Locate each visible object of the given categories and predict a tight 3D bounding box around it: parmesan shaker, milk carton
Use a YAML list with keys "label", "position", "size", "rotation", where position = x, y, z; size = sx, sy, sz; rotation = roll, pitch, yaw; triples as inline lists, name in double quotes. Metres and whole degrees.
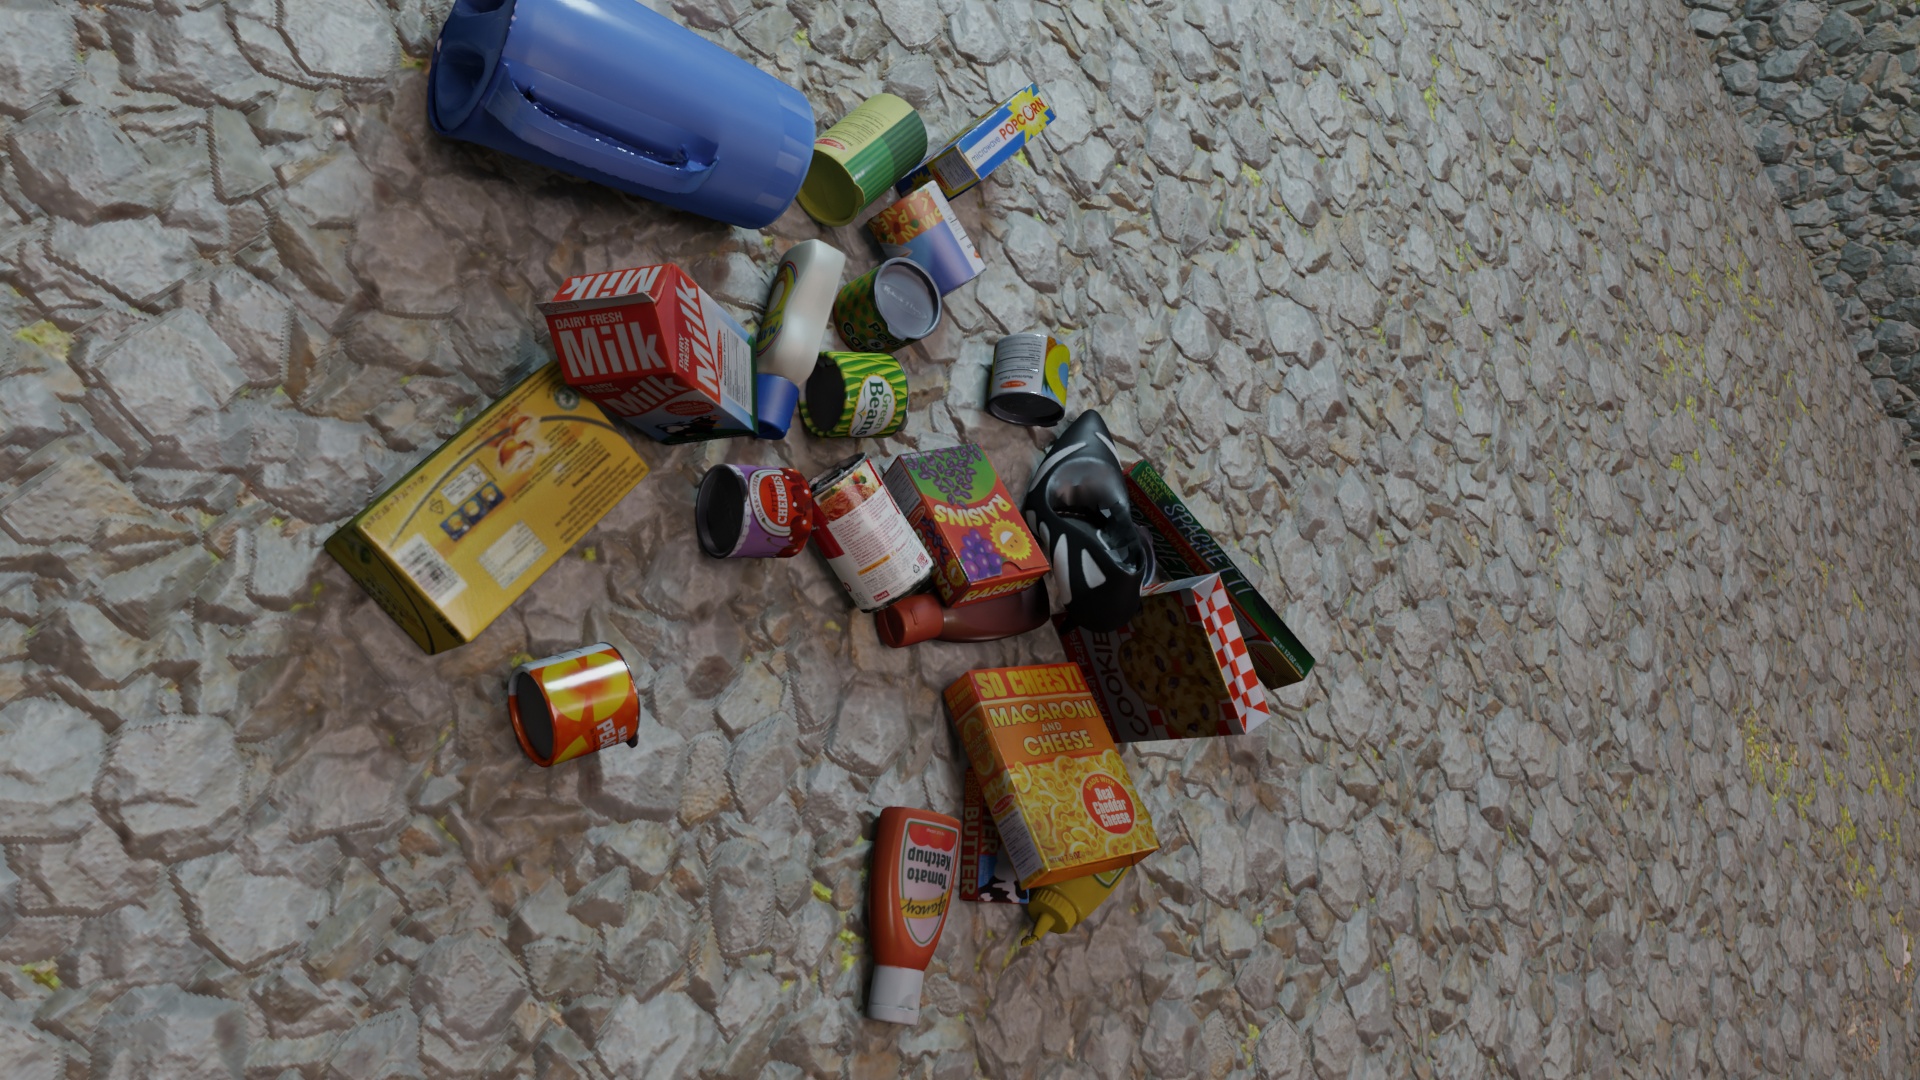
- label: "parmesan shaker"
  position: [-0.077, -0.302, 1.104]
  size: [0.071, 0.071, 0.103]
  rotation: [53, 51, -17]
- label: "milk carton"
  position: [-0.195, -0.122, 0.892]
  size: [0.190, 0.072, 0.073]
  rotation: [44, 42, -75]

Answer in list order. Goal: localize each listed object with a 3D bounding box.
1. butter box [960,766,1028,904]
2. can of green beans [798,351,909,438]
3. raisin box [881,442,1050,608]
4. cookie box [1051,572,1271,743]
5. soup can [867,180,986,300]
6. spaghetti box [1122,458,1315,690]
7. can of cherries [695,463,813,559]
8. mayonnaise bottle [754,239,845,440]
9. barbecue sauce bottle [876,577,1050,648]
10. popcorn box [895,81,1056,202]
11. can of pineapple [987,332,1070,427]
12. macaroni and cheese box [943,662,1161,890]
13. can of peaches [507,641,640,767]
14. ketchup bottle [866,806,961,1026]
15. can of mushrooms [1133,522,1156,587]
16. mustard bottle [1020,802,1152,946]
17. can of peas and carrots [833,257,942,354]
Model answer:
- label: "butter box"
  position: [0.028, 0.230, 1.086]
  size: [0.053, 0.024, 0.104]
  rotation: [14, 70, -37]
- label: "can of green beans"
  position: [-0.082, -0.110, 1.053]
  size: [0.058, 0.071, 0.071]
  rotation: [-4, 82, -40]
- label: "raisin box"
  position: [0.004, -0.014, 1.088]
  size: [0.086, 0.040, 0.123]
  rotation: [-10, 63, -40]
- label: "cookie box"
  position: [0.161, 0.100, 1.135]
  size: [0.040, 0.167, 0.123]
  rotation: [-24, 95, -38]
- label: "soup can"
  position: [-0.030, -0.239, 1.132]
  size: [0.072, 0.071, 0.083]
  rotation: [-41, 105, -38]
- label: "spaghetti box"
  position: [0.222, 0.032, 1.253]
  size: [0.250, 0.050, 0.029]
  rotation: [49, 56, -7]
- label: "can of cherries"
  position: [-0.143, -0.021, 0.976]
  size: [0.058, 0.071, 0.071]
  rotation: [1, 78, -40]
- label: "mayonnaise bottle"
  position: [-0.128, -0.148, 1.030]
  size: [0.041, 0.064, 0.148]
  rotation: [25, 68, -29]
- label: "barbecue sauce bottle"
  position: [0.003, 0.053, 1.097]
  size: [0.149, 0.043, 0.065]
  rotation: [-12, 80, -40]
- label: "popcorn box"
  position: [0.013, -0.331, 1.176]
  size: [0.038, 0.085, 0.127]
  rotation: [54, 52, -16]
- label: "can of pineapple"
  position: [0.059, -0.135, 1.178]
  size: [0.071, 0.071, 0.058]
  rotation: [21, 66, -35]
- label: "macaroni and cheese box"
  position: [0.070, 0.179, 1.084]
  size: [0.124, 0.040, 0.167]
  rotation: [1, 55, -40]
- label: "can of peaches"
  position: [-0.240, 0.104, 0.866]
  size: [0.058, 0.071, 0.071]
  rotation: [-14, 88, -40]
- label: "ketchup bottle"
  position: [-0.039, 0.272, 1.007]
  size: [0.065, 0.043, 0.149]
  rotation: [22, 66, -34]
- label: "can of mushrooms"
  position: [0.140, 0.016, 1.227]
  size: [0.071, 0.033, 0.071]
  rotation: [11, 72, -37]
- label: "mustard bottle"
  position: [0.096, 0.266, 1.116]
  size: [0.065, 0.048, 0.161]
  rotation: [51, 52, -12]
- label: "can of peas and carrots"
  position: [-0.058, -0.180, 1.096]
  size: [0.071, 0.058, 0.071]
  rotation: [10, 73, -37]
